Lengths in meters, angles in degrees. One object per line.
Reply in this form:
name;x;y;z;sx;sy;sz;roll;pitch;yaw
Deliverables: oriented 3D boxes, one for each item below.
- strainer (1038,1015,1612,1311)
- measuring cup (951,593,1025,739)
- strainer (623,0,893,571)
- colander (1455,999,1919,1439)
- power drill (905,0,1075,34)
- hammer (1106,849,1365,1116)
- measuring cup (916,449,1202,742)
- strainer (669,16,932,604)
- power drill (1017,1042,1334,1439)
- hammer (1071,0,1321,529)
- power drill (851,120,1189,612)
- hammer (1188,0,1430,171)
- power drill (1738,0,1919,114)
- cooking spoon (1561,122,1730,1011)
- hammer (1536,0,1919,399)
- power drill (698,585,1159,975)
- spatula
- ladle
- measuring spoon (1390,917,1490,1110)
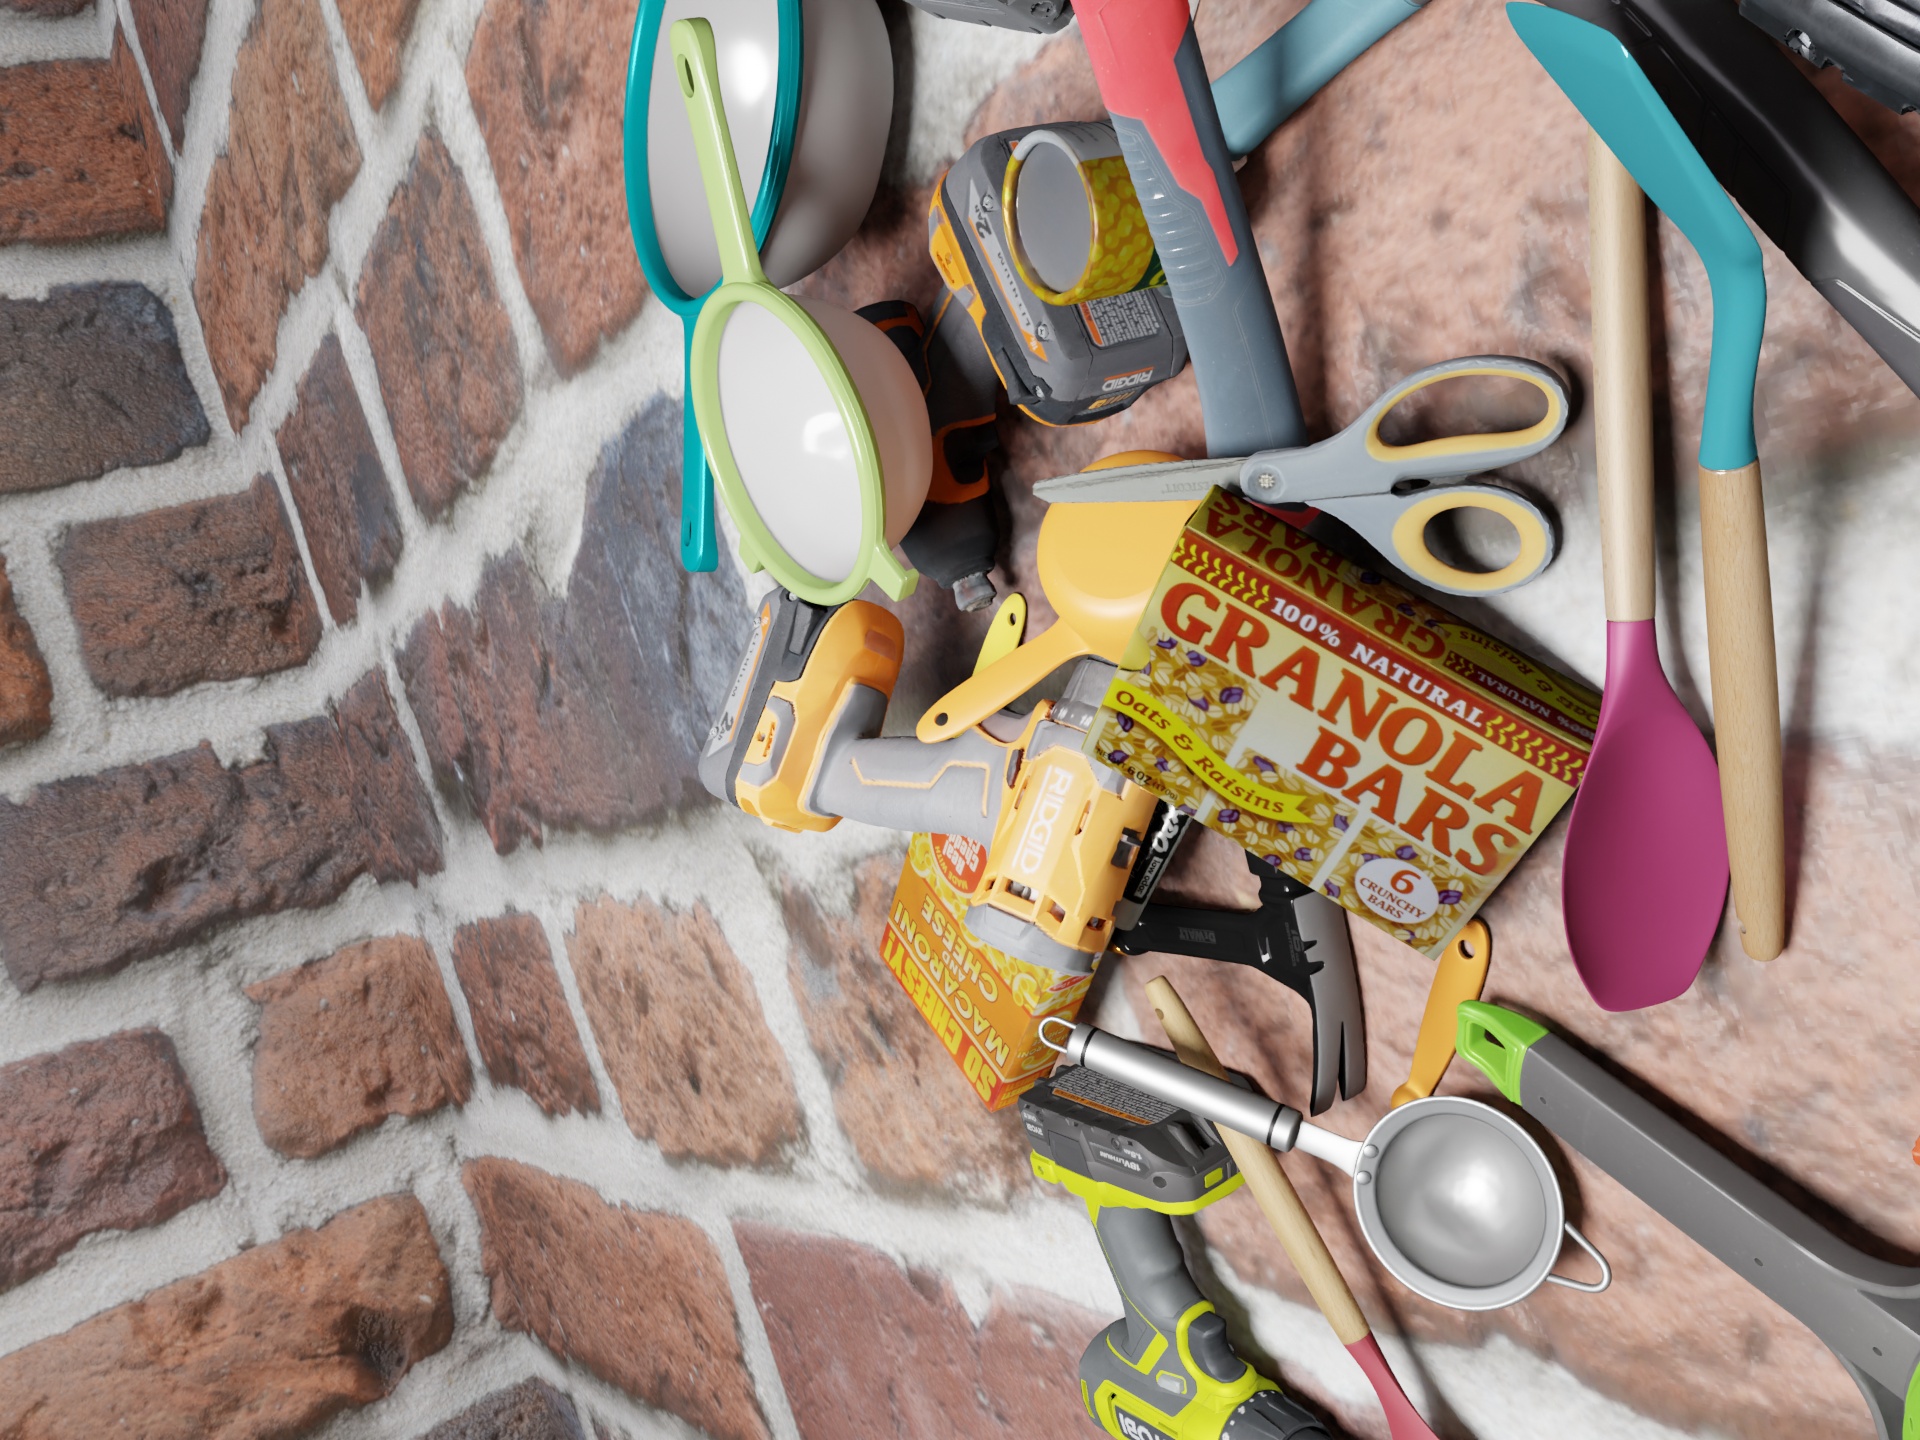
strainer;0.148;0.177;0.683;0.258;0.050;0.087;18;99;25
measuring cup;0.017;-0.002;0.877;0.062;0.029;0.156;44;126;37
strainer;-0.097;-0.246;0.821;0.211;0.095;0.340;21;111;56
colander;0.280;0.221;0.487;0.397;0.094;0.204;39;148;47
power drill;0.017;-0.383;0.581;0.188;0.080;0.226;41;111;50
hammer;0.071;0.112;0.833;0.337;0.034;0.127;-1;103;57
measuring cup;0.042;-0.047;0.683;0.173;0.052;0.095;-35;63;10
strainer;-0.069;-0.182;0.715;0.152;0.069;0.256;16;123;54
power drill;0.121;0.294;0.810;0.191;0.080;0.228;2;110;56
hammer;0.076;-0.226;0.527;0.038;0.143;0.385;-109;-7;-51
power drill;0.013;-0.154;0.751;0.226;0.084;0.164;-33;78;61
hammer;0.158;-0.255;0.523;0.331;0.033;0.128;-25;86;57
power drill;0.253;-0.223;0.292;0.079;0.143;0.219;43;141;21
cooking spoon;0.218;-0.059;0.518;0.017;0.068;0.319;-156;59;-71
hammer;0.255;-0.113;0.417;0.335;0.035;0.146;57;145;13
power drill;-0.001;-0.002;0.760;0.226;0.084;0.185;20;88;33
spatula;0.213;-0.050;0.462;0.082;0.044;0.317;-94;-14;-61
ladle;0.169;0.257;0.726;0.315;0.031;0.069;60;149;7
measuring spoon;0.200;0.129;0.667;0.021;0.011;0.116;40;136;40
